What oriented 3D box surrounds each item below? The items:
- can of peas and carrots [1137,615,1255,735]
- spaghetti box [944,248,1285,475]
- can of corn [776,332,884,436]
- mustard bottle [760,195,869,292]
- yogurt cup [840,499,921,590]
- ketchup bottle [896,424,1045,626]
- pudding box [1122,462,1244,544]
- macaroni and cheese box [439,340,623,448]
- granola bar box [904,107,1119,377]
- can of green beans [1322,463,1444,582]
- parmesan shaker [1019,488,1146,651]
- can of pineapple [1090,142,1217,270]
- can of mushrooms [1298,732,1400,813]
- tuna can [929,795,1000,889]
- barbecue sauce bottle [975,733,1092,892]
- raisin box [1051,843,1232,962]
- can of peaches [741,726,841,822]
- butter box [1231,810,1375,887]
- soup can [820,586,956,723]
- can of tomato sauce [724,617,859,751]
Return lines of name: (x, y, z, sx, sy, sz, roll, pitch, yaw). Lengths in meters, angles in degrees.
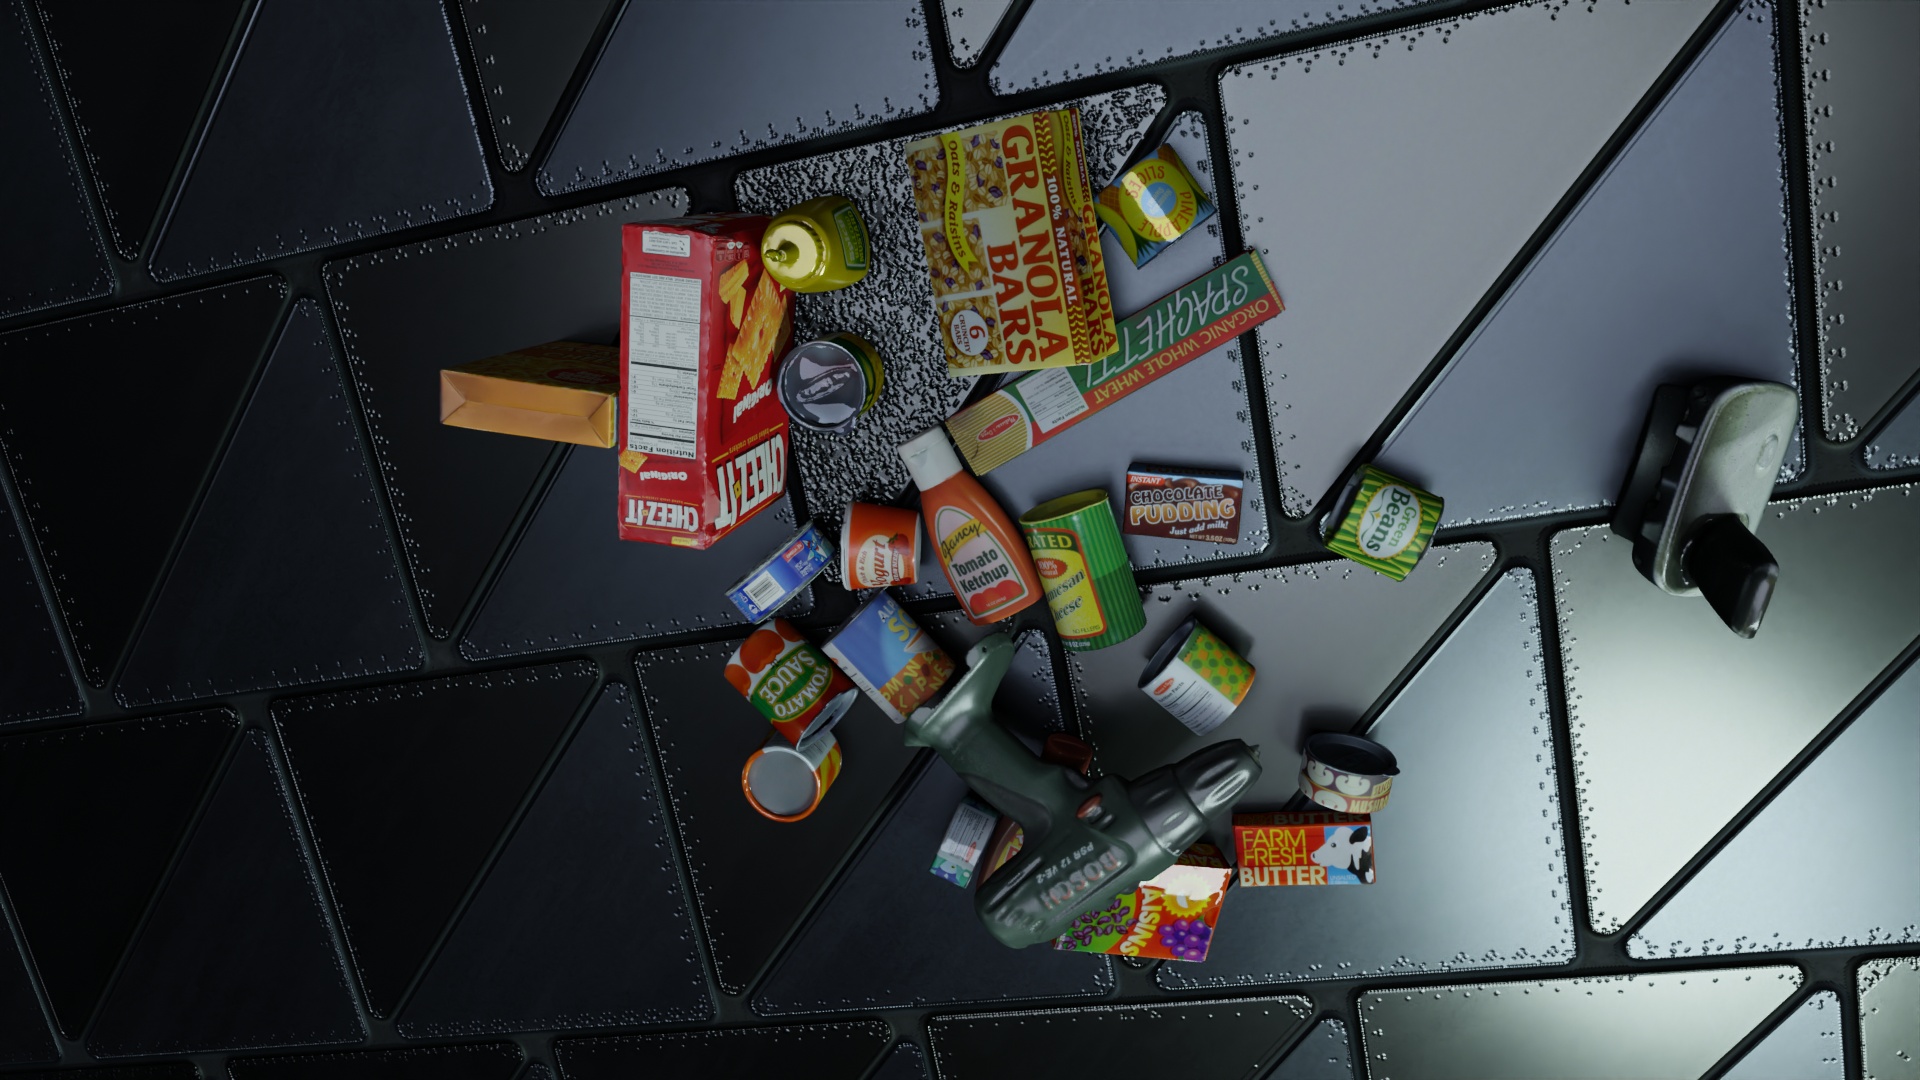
can of peas and carrots: (0.174, 0.098, 1.016, 0.059, 0.071, 0.070, 39, 109, -2)
spaghetti box: (0.108, -0.125, 0.986, 0.249, 0.029, 0.050, -28, 98, 17)
can of corn: (-0.092, -0.114, 1.014, 0.071, 0.058, 0.071, 3, 106, 11)
mustard bottle: (-0.101, -0.197, 0.939, 0.049, 0.161, 0.065, -12, 104, 13)
yogurt cup: (-0.058, 0.004, 1.038, 0.054, 0.072, 0.072, 2, 106, 3)
ketchup bottle: (0.004, -0.013, 1.030, 0.064, 0.044, 0.148, -25, 98, 24)
pudding box: (0.161, -0.027, 1.001, 0.084, 0.030, 0.049, 6, 105, 10)
macaroni and cheese box: (-0.272, -0.109, 0.994, 0.124, 0.167, 0.040, 9, 107, 9)
granola bar box: (0.035, -0.200, 0.950, 0.124, 0.039, 0.165, -1, 107, 39)
can of green beans: (0.291, -0.013, 0.960, 0.058, 0.071, 0.071, 26, 109, 4)
parmesan shaker: (0.092, 0.022, 1.007, 0.071, 0.071, 0.103, -16, 101, 15)
can of pineapple: (0.130, -0.224, 0.932, 0.071, 0.071, 0.058, -35, 96, 18)
can of mushrooms: (0.283, 0.169, 1.010, 0.071, 0.071, 0.033, 9, 108, 9)
tuna can: (0.003, 0.236, 1.089, 0.033, 0.071, 0.070, 25, 109, 5)
barbecue sauce bottle: (0.062, 0.222, 1.082, 0.065, 0.044, 0.148, 17, 108, -5)
raisin box: (0.136, 0.273, 1.066, 0.123, 0.040, 0.085, 8, 107, -11)
can of peaches: (-0.134, 0.184, 1.104, 0.071, 0.058, 0.071, 3, 106, 10)
butter box: (0.260, 0.234, 1.056, 0.103, 0.024, 0.053, -4, 105, 13)
soup can: (-0.052, 0.086, 1.057, 0.084, 0.071, 0.071, 46, 109, -4)
can of tomato sauce: (-0.130, 0.109, 1.068, 0.083, 0.071, 0.071, 42, 110, 13)
